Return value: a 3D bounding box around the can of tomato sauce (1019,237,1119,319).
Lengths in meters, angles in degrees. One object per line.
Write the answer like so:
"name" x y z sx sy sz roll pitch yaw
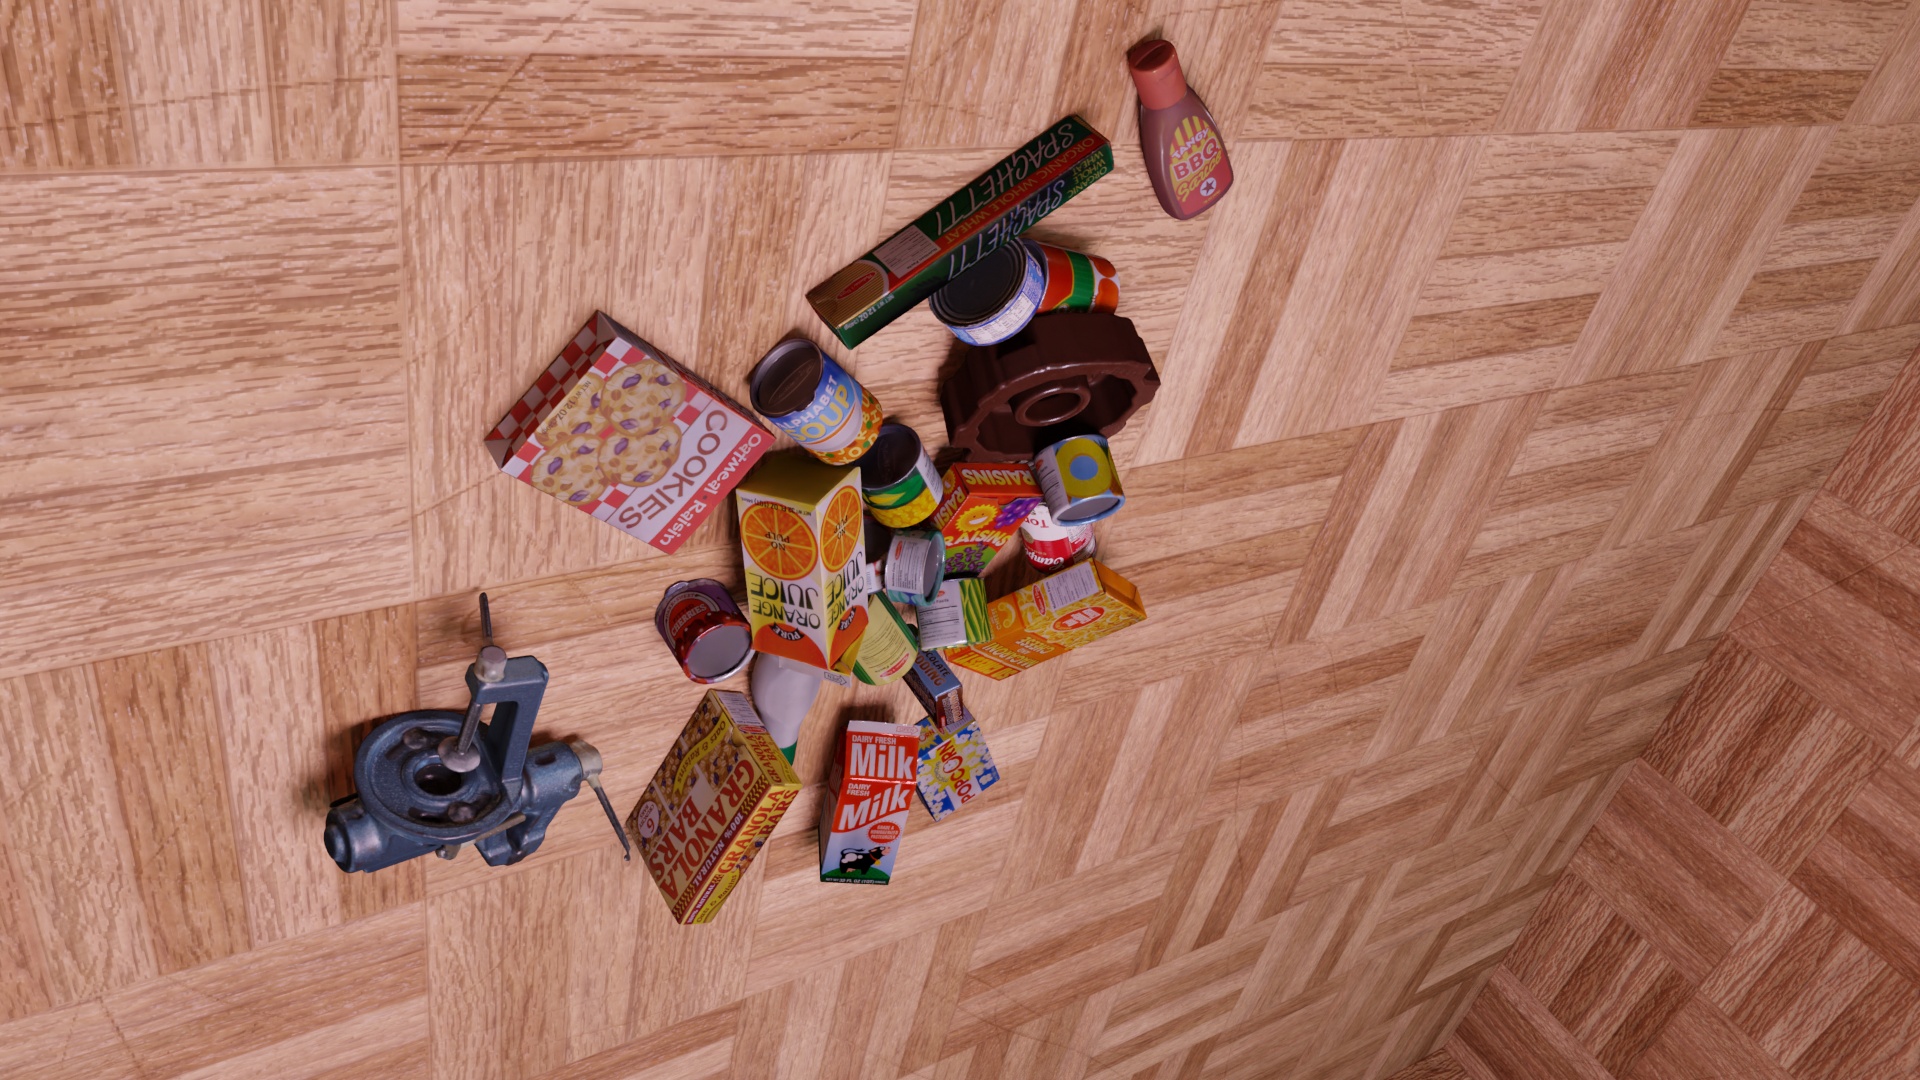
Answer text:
"can of tomato sauce" 0.076 -0.198 1.104 0.083 0.071 0.071 2 124 -41

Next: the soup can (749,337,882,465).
"soup can" -0.106 -0.101 1.043 0.071 0.071 0.083 -45 141 5

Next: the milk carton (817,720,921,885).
"milk carton" -0.090 0.247 1.359 0.072 0.074 0.189 6 125 -12

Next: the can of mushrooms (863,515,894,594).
"can of mushrooms" -0.085 0.010 1.171 0.071 0.071 0.033 -25 137 -19

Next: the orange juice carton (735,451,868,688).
"orange juice carton" -0.122 0.032 1.107 0.073 0.072 0.191 -50 146 -52

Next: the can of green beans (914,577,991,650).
"can of green beans" -0.008 0.067 1.254 0.071 0.058 0.071 -8 173 -1

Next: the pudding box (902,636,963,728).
"pudding box" -0.029 0.130 1.309 0.030 0.084 0.049 -22 138 -20

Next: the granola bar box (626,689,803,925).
"granola bar box" -0.219 0.233 1.217 0.039 0.124 0.165 15 116 -47

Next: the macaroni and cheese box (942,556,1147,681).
"macaroni and cheese box" 0.079 0.077 1.323 0.166 0.040 0.123 -25 156 18

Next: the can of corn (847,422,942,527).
"can of corn" -0.056 -0.052 1.136 0.071 0.071 0.058 -37 141 -6

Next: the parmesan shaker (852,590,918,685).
"parmesan shaker" -0.084 0.073 1.227 0.071 0.071 0.102 -37 140 -6

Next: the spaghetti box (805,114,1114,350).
"spaghetti box" 0.002 -0.230 1.030 0.250 0.050 0.028 -36 142 -7

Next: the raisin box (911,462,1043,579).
"raisin box" 0.004 -0.015 1.212 0.086 0.040 0.122 -1 143 -38

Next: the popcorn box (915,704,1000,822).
"popcorn box" -0.014 0.231 1.450 0.085 0.038 0.126 -32 140 -11

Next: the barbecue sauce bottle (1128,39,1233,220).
"barbecue sauce bottle" 0.168 -0.322 1.086 0.065 0.044 0.148 -38 140 -2

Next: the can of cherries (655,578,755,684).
"can of cherries" -0.208 0.073 1.131 0.072 0.058 0.071 -22 138 -22

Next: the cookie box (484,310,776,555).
"cookie box" -0.231 -0.071 0.994 0.123 0.040 0.167 -47 141 7

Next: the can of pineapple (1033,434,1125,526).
"can of pineapple" 0.103 -0.050 1.176 0.071 0.058 0.070 -14 161 -5

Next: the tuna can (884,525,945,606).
"tuna can" -0.036 0.021 1.157 0.071 0.033 0.071 7 91 -75

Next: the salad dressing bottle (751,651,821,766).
"salad dressing bottle" -0.160 0.149 1.253 0.064 0.044 0.146 -17 136 -35
